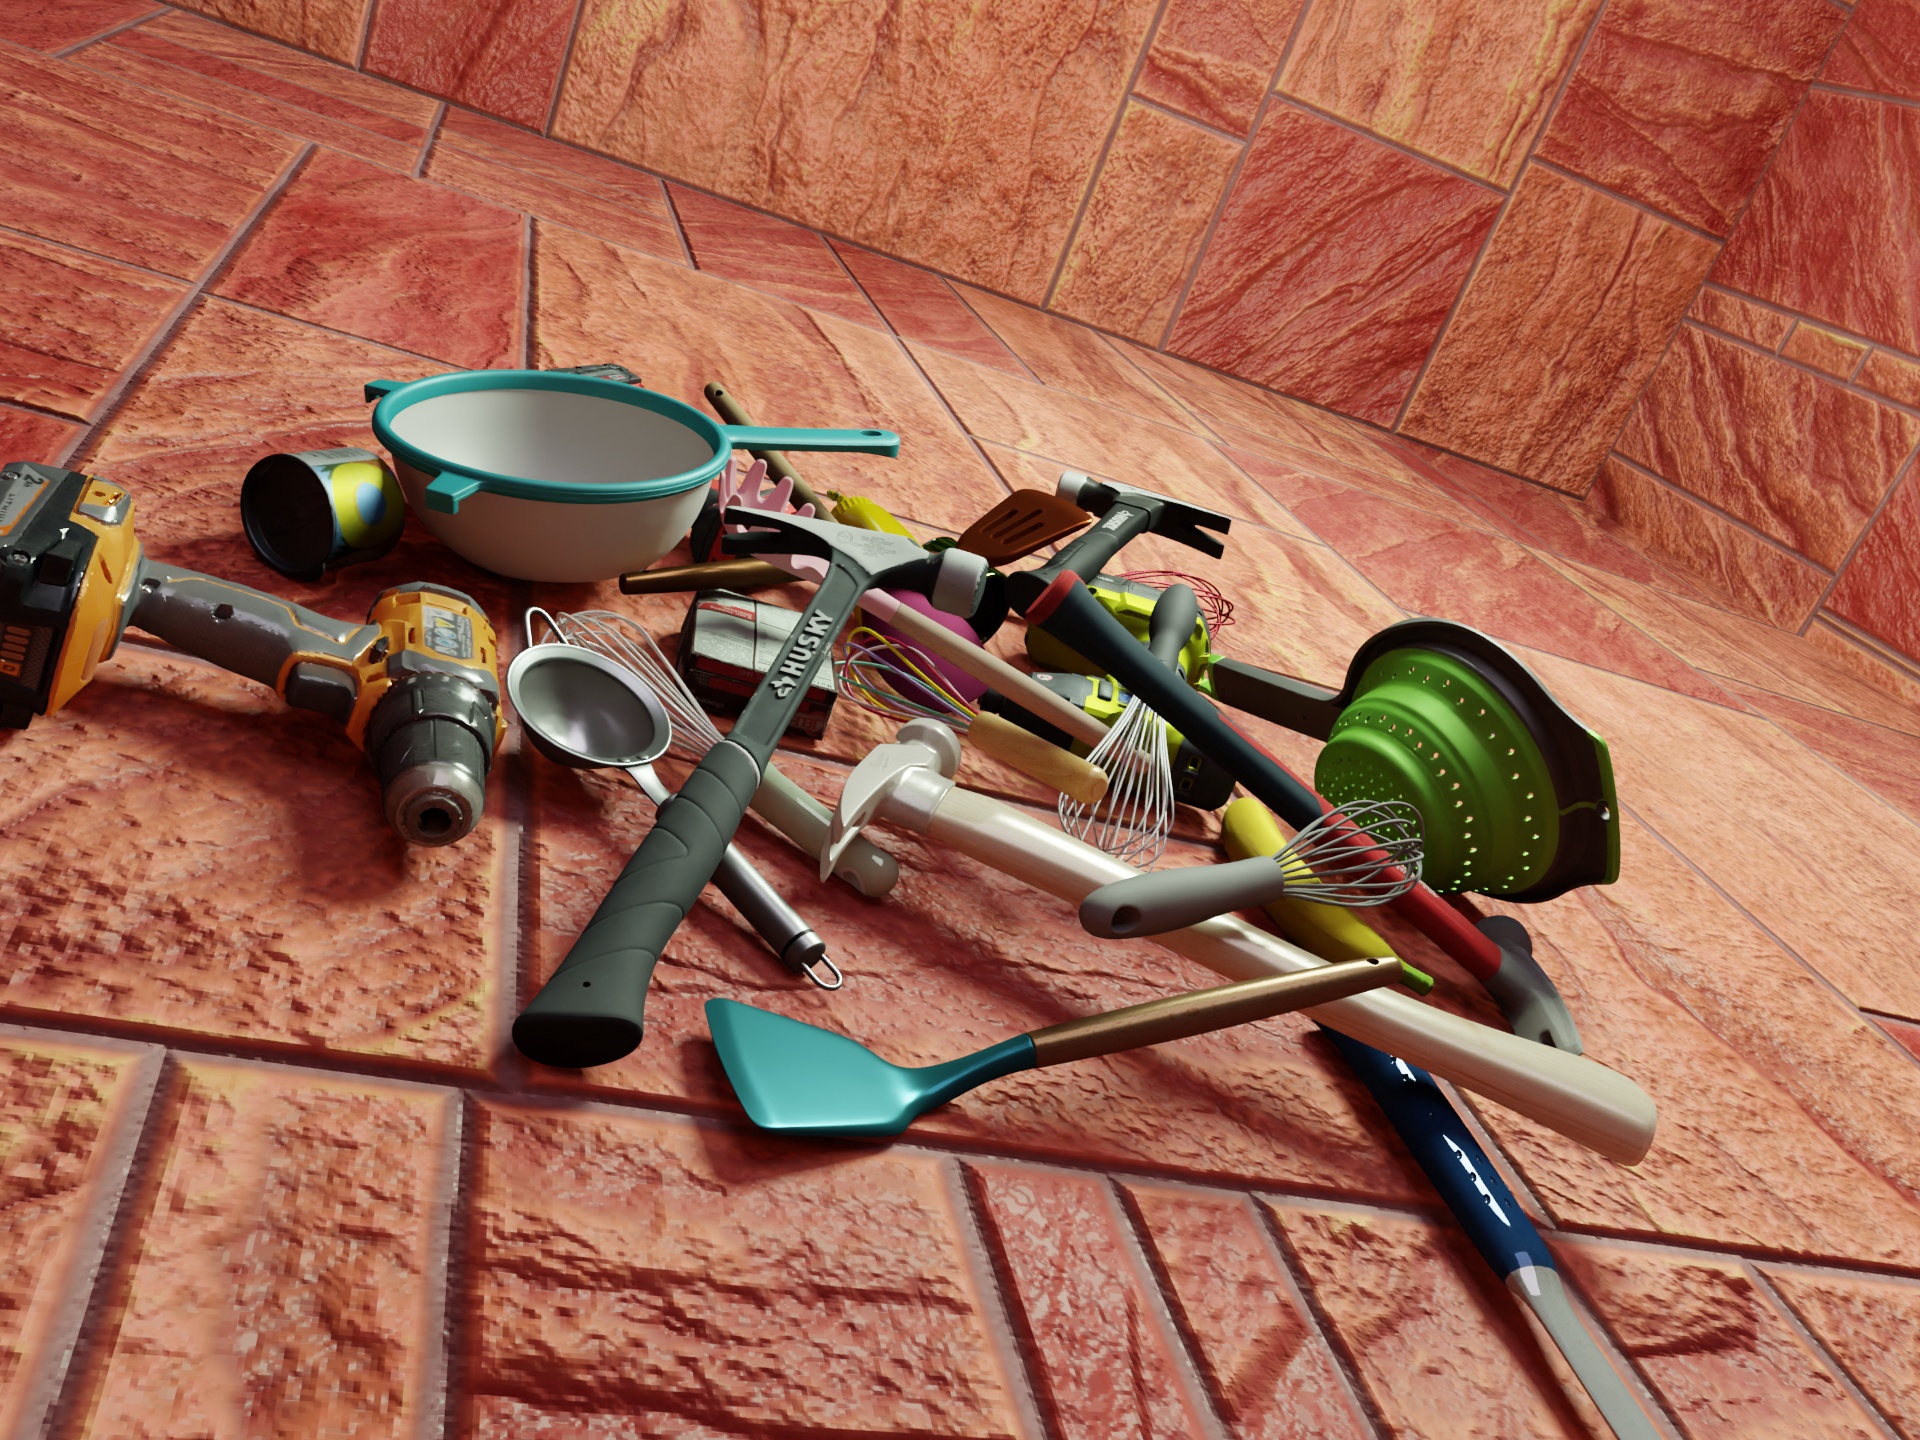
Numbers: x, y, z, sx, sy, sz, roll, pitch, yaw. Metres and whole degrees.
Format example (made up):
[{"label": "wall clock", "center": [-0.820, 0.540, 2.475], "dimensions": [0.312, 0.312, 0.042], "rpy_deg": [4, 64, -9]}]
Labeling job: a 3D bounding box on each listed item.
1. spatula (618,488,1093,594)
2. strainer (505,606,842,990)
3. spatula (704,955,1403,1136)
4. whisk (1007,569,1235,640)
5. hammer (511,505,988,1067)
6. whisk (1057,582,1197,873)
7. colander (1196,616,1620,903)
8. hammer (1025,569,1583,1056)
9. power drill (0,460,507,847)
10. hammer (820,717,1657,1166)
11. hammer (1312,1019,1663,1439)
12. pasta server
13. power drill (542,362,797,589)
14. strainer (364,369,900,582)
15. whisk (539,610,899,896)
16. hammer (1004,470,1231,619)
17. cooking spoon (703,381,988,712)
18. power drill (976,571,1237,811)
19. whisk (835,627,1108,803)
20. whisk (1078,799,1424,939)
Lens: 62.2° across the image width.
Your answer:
[{"label": "spatula", "center": [-0.064, -0.110, 1.015], "dimensions": [0.322, 0.041, 0.081], "rpy_deg": [-10, 28, -32]}, {"label": "strainer", "center": [-0.141, 0.040, 0.753], "dimensions": [0.259, 0.050, 0.087], "rpy_deg": [43, 29, 26]}, {"label": "spatula", "center": [0.054, 0.127, 0.674], "dimensions": [0.317, 0.044, 0.082], "rpy_deg": [-8, 29, -20]}, {"label": "whisk", "center": [0.089, -0.096, 1.273], "dimensions": [0.295, 0.073, 0.073], "rpy_deg": [6, 27, -21]}, {"label": "hammer", "center": [-0.103, 0.008, 0.746], "dimensions": [0.149, 0.036, 0.409], "rpy_deg": [17, 36, 5]}, {"label": "whisk", "center": [0.112, -0.002, 0.958], "dimensions": [0.070, 0.070, 0.285], "rpy_deg": [23, 41, 1]}, {"label": "colander", "center": [0.255, 0.024, 1.089], "dimensions": [0.094, 0.204, 0.397], "rpy_deg": [-26, 26, -22]}, {"label": "hammer", "center": [0.192, 0.054, 0.891], "dimensions": [0.386, 0.038, 0.143], "rpy_deg": [39, 20, -10]}, {"label": "power drill", "center": [-0.311, -0.022, 0.693], "dimensions": [0.226, 0.084, 0.186], "rpy_deg": [17, 22, -27]}, {"label": "hammer", "center": [0.132, 0.115, 0.763], "dimensions": [0.410, 0.038, 0.146], "rpy_deg": [24, 24, 8]}, {"label": "hammer", "center": [0.249, 0.244, 0.666], "dimensions": [0.144, 0.035, 0.406], "rpy_deg": [14, 23, -20]}, {"label": "pasta server", "center": [-0.013, -0.056, 0.961], "dimensions": [0.316, 0.040, 0.060], "rpy_deg": [31, 32, -9]}, {"label": "power drill", "center": [-0.201, -0.173, 1.147], "dimensions": [0.220, 0.078, 0.143], "rpy_deg": [31, 24, 12]}, {"label": "strainer", "center": [-0.197, -0.145, 1.015], "dimensions": [0.340, 0.095, 0.211], "rpy_deg": [-5, 31, -30]}, {"label": "whisk", "center": [-0.127, 0.014, 0.826], "dimensions": [0.246, 0.057, 0.059], "rpy_deg": [35, 61, 20]}, {"label": "hammer", "center": [0.104, -0.125, 1.167], "dimensions": [0.146, 0.035, 0.335], "rpy_deg": [18, 23, 12]}, {"label": "cooking spoon", "center": [-0.086, -0.125, 1.068], "dimensions": [0.069, 0.017, 0.319], "rpy_deg": [-32, 65, -16]}, {"label": "power drill", "center": [0.102, -0.027, 1.099], "dimensions": [0.171, 0.080, 0.223], "rpy_deg": [17, 25, -2]}, {"label": "whisk", "center": [-0.002, -0.005, 0.923], "dimensions": [0.051, 0.047, 0.245], "rpy_deg": [11, 11, -41]}, {"label": "whisk", "center": [0.147, 0.074, 0.763], "dimensions": [0.239, 0.055, 0.055], "rpy_deg": [-6, 35, -39]}]
